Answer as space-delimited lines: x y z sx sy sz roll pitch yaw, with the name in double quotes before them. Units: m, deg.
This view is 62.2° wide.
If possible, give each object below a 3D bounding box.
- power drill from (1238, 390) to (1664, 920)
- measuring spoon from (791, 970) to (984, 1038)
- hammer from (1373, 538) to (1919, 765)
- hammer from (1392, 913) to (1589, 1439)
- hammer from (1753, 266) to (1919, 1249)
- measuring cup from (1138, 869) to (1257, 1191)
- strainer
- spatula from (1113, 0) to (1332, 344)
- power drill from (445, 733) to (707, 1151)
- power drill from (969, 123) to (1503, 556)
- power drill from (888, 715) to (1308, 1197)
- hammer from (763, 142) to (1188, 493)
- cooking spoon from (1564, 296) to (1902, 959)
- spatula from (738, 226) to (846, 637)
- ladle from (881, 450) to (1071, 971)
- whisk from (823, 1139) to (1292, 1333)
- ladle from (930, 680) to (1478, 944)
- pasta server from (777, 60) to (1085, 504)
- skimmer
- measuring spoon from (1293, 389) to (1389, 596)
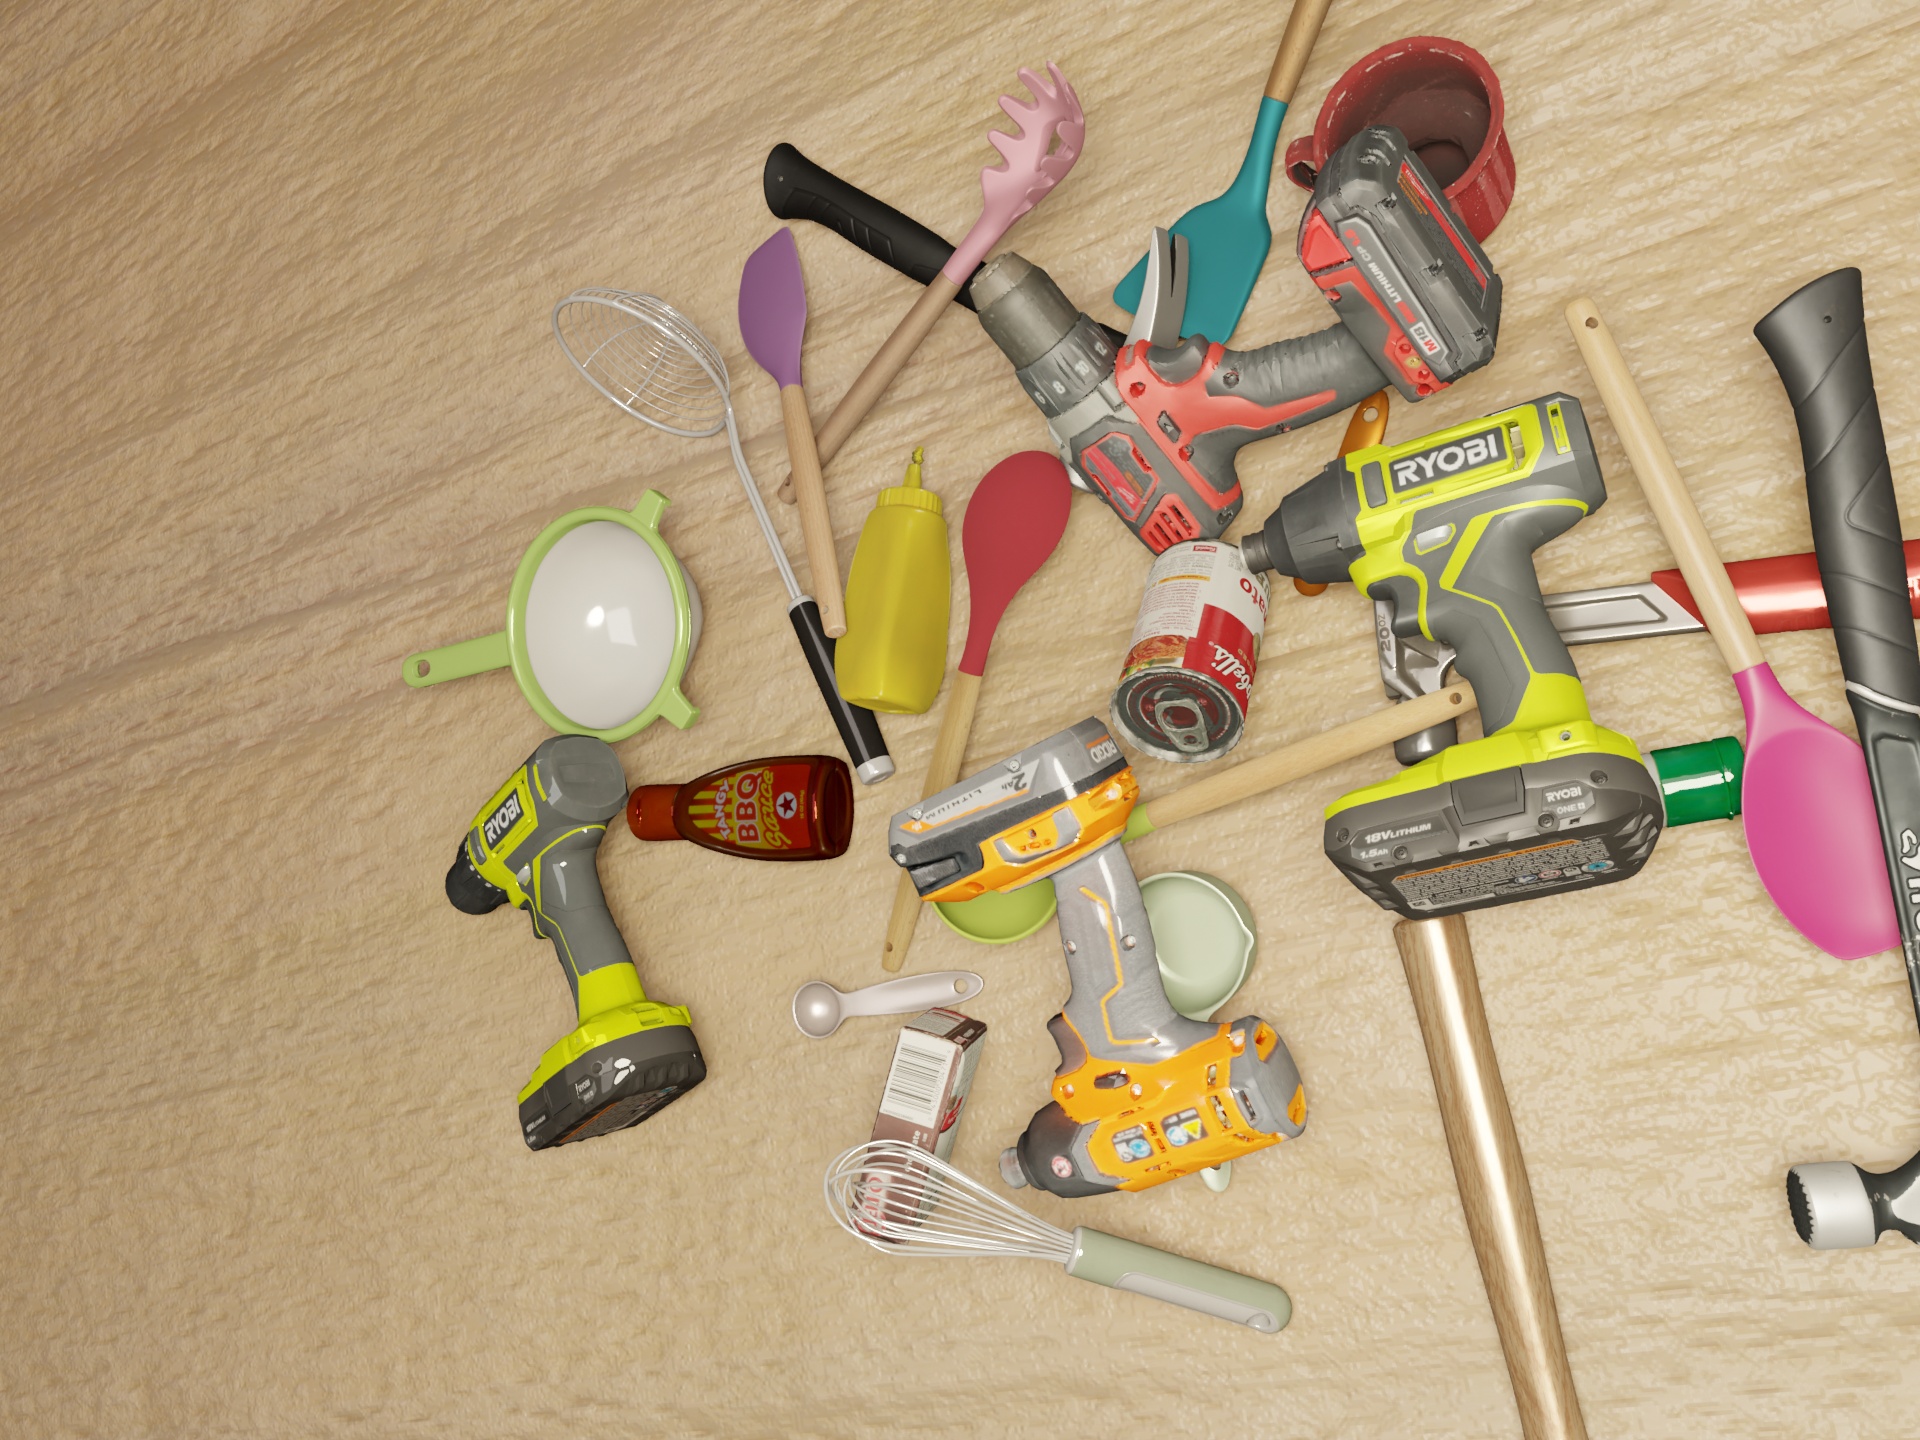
"power drill" 0.220 -0.030 0.732 0.171 0.080 0.223 -16 59 25
"measuring spoon" -0.042 0.164 0.940 0.124 0.018 0.034 -12 82 19
"hammer" 0.374 -0.067 0.735 0.359 0.036 0.149 -6 80 28
"hammer" 0.258 0.256 0.751 0.130 0.031 0.331 -17 74 25
"hammer" 0.398 0.010 0.668 0.149 0.036 0.409 -9 85 12
"measuring cup" 0.127 0.161 0.839 0.083 0.038 0.167 -10 89 26
"strainer" -0.263 -0.053 1.060 0.256 0.069 0.151 -10 87 31
"spatula" 0.176 -0.362 0.856 0.082 0.044 0.317 34 116 32
"power drill" -0.256 0.146 1.009 0.190 0.080 0.229 -39 65 40
"power drill" 0.130 -0.197 0.794 0.226 0.080 0.187 -29 112 37
"power drill" 0.054 0.130 0.804 0.164 0.084 0.226 -28 87 24
"hammer" -0.005 -0.278 0.963 0.335 0.035 0.146 38 114 30
"cooking spoon" 0.342 -0.047 0.713 0.069 0.017 0.319 -23 81 12
"spatula" -0.103 -0.183 0.988 0.060 0.018 0.316 -32 56 29
"ladle" -0.001 -0.003 0.917 0.069 0.031 0.315 22 101 37
"whisk" 0.049 0.265 0.800 0.246 0.059 0.057 17 128 -2
"ladle" 0.118 0.042 0.828 0.320 0.062 0.078 -24 80 29
"pasta server" -0.026 -0.242 0.936 0.316 0.040 0.060 -47 53 31
"skimmer" -0.150 -0.114 0.993 0.090 0.127 0.363 -21 75 -16
"measuring spoon" 0.203 -0.122 0.848 0.021 0.011 0.117 21 93 29
